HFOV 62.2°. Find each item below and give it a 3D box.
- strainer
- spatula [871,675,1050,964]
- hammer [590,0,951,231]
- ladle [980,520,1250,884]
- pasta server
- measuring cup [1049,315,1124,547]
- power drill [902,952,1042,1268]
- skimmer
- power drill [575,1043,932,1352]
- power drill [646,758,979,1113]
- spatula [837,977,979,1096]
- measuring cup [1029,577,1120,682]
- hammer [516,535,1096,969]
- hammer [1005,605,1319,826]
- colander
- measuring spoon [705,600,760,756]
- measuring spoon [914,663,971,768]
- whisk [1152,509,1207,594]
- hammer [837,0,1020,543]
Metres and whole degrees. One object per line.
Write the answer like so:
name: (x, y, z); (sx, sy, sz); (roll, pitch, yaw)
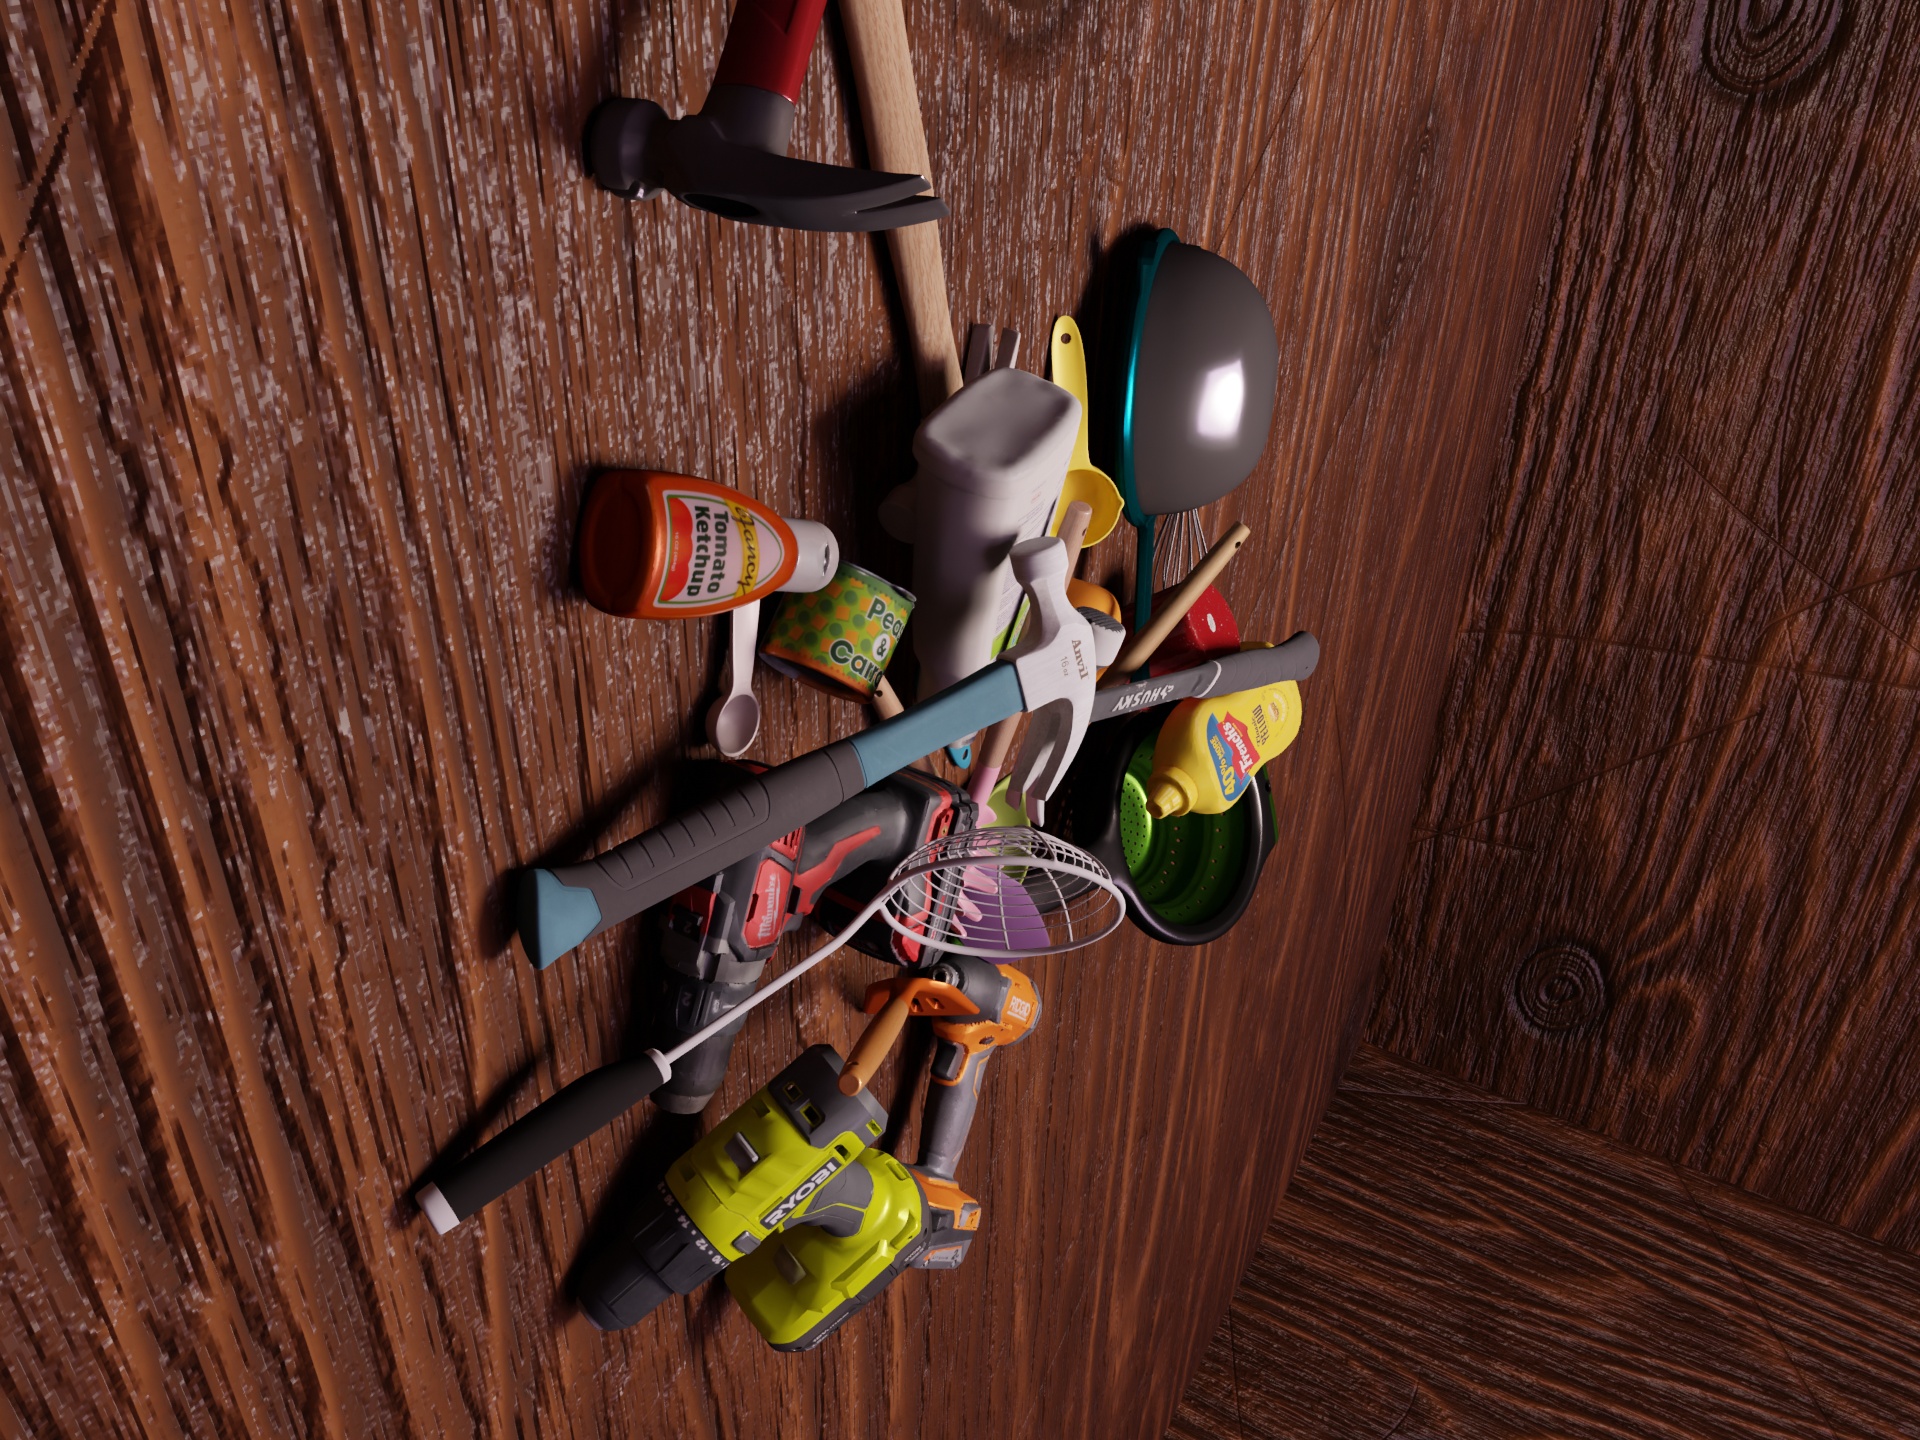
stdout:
strainer: (0.175, -0.179, 1.153); (0.211, 0.095, 0.340); (-41, 135, -67)
spatula: (-0.007, 0.073, 1.048); (0.018, 0.060, 0.315); (-105, 173, -45)
hammer: (-0.025, -0.378, 0.613); (0.038, 0.143, 0.386); (24, 81, -69)
ladle: (0.105, -0.010, 1.129); (0.320, 0.062, 0.078); (-50, 142, 3)
pasta server: (0.032, 0.007, 0.959); (0.060, 0.040, 0.316); (-45, 159, -51)
measuring cup: (0.074, -0.195, 1.073); (0.029, 0.062, 0.156); (-108, -169, -69)
power drill: (-0.016, 0.279, 1.172); (0.226, 0.084, 0.164); (-71, 156, -12)
skimmer: (-0.081, 0.157, 0.779); (0.363, 0.090, 0.127); (-31, 161, -25)
power drill: (-0.113, 0.301, 0.944); (0.190, 0.080, 0.228); (-40, 149, -11)
power drill: (-0.089, 0.112, 0.894); (0.226, 0.080, 0.188); (-2, 109, -62)
spatula: (-0.040, 0.185, 0.938); (0.322, 0.081, 0.041); (-8, 97, -85)
measuring cup: (0.095, -0.045, 1.202); (0.095, 0.052, 0.173); (-66, 154, -12)
hammer: (-0.065, 0.026, 0.780); (0.331, 0.033, 0.128); (-27, 114, -27)
hammer: (0.164, -0.022, 1.142); (0.409, 0.036, 0.149); (-12, 131, -54)
colander: (0.105, 0.107, 1.294); (0.397, 0.094, 0.204); (-19, 98, -43)
measuring spoon: (-0.115, -0.043, 0.802); (0.034, 0.018, 0.124); (-14, 113, -57)
measuring spoon: (-0.002, -0.003, 1.059); (0.042, 0.021, 0.128); (-59, 152, -26)
whisk: (0.185, -0.188, 1.304); (0.055, 0.055, 0.238); (-36, 134, -53)
hammer: (-0.023, -0.252, 0.820); (0.130, 0.031, 0.331); (-56, 152, -31)
